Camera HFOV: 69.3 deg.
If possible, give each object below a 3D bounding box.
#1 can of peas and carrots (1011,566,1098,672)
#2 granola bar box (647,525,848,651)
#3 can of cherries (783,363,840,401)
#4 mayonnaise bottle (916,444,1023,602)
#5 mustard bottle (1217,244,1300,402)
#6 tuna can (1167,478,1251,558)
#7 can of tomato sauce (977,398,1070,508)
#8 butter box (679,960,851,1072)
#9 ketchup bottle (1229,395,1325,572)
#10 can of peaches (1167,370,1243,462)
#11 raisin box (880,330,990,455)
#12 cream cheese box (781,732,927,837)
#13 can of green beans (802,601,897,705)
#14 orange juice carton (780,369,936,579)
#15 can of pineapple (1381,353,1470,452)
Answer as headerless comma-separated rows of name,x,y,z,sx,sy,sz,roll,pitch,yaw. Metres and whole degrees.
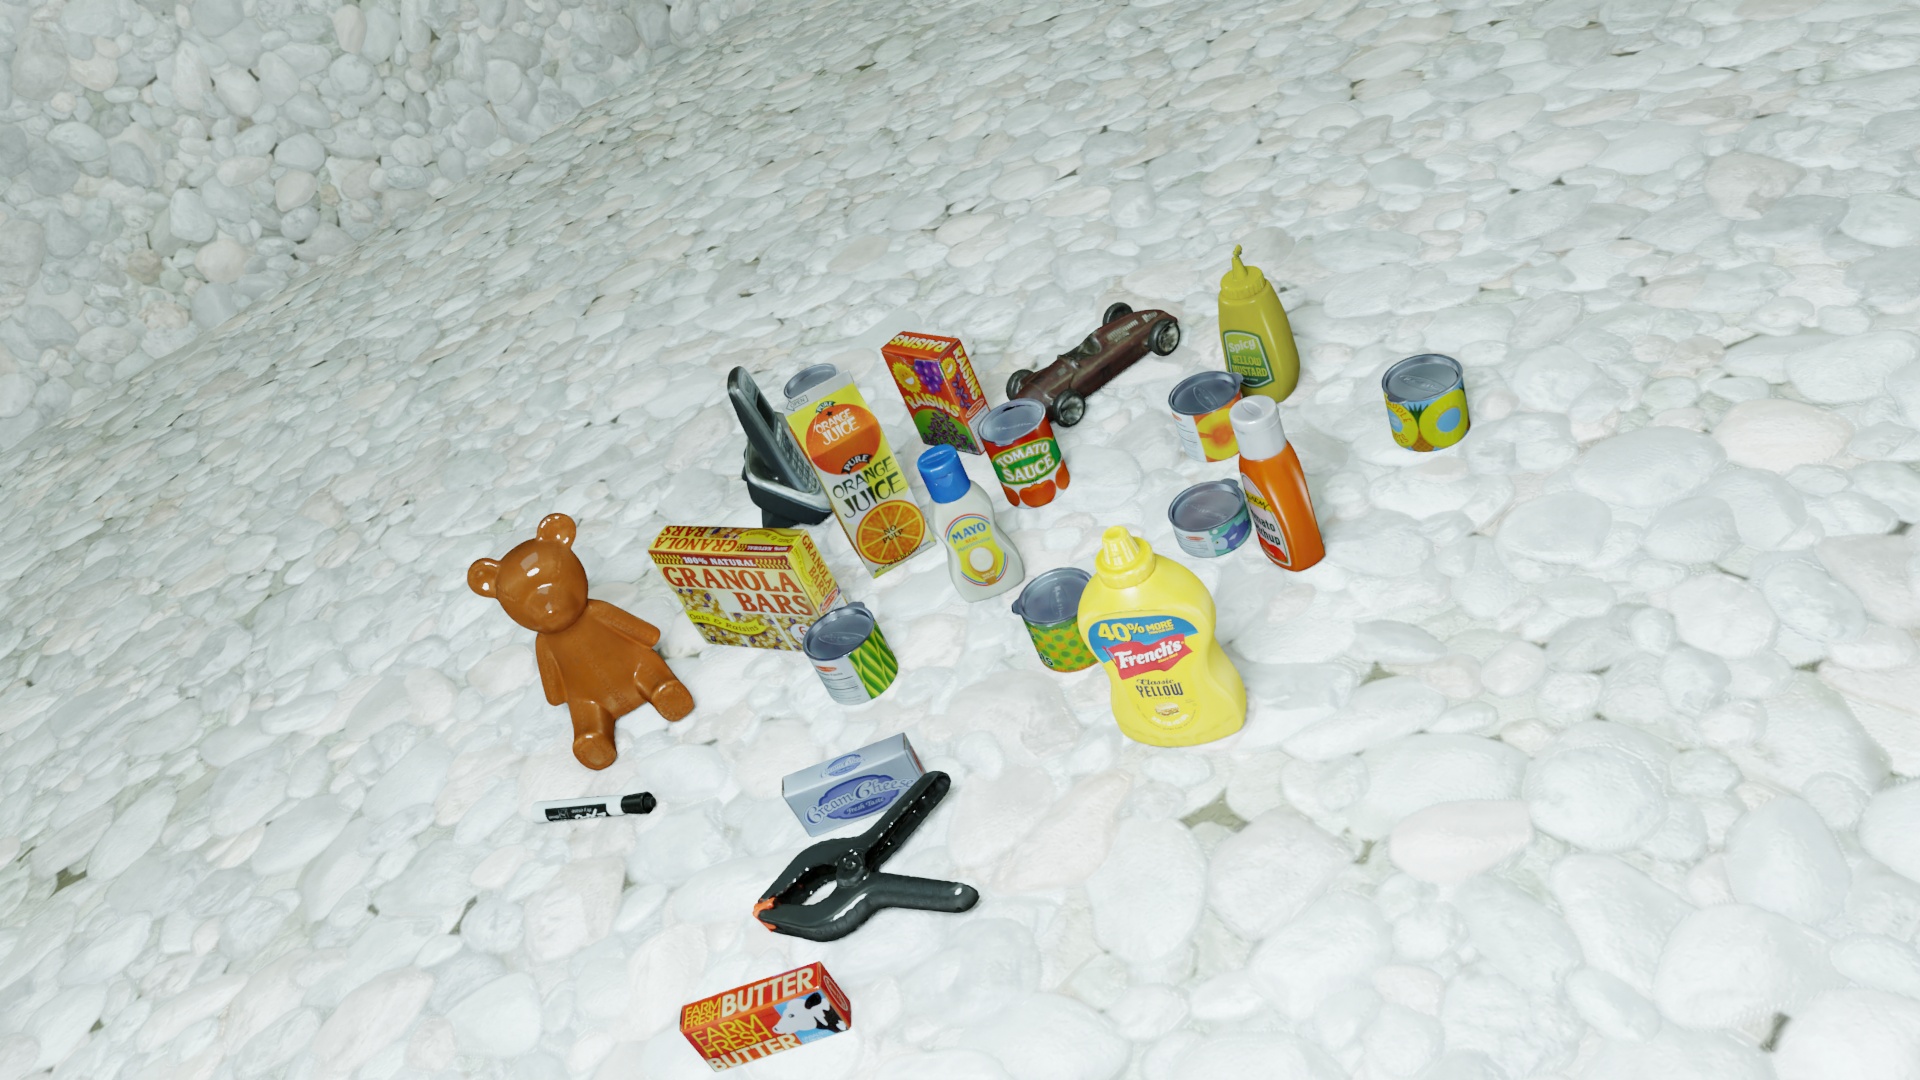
can of peas and carrots,0.084,0.066,1.130,0.071,0.058,0.071,-16,36,12
granola bar box,-0.188,0.045,1.261,0.165,0.123,0.039,1,43,32
can of cherries,-0.155,-0.155,1.555,0.071,0.058,0.072,-16,36,12
mayonnaise bottle,0.004,-0.015,1.204,0.065,0.147,0.041,-23,35,3
mustard bottle,0.268,-0.201,1.278,0.065,0.159,0.049,11,49,40
tuna can,0.215,-0.020,1.186,0.071,0.032,0.071,-16,36,12
can of tomato sauce,0.061,-0.080,1.311,0.071,0.082,0.071,-16,36,12
butter box,-0.131,0.320,0.933,0.103,0.053,0.024,-20,35,7
ketchup bottle,0.248,-0.047,1.101,0.043,0.148,0.065,-30,35,-7
can of peaches,0.232,-0.114,1.276,0.071,0.057,0.071,-16,36,12
raisin box,-0.020,-0.150,1.413,0.086,0.123,0.040,16,52,43
cream cheese box,-0.080,0.189,1.072,0.104,0.053,0.024,-21,35,5
can of green beans,-0.094,0.099,1.193,0.071,0.057,0.071,-16,36,12
orange juice carton,-0.097,-0.066,1.291,0.072,0.191,0.073,-29,35,-6
can of pineapple,0.395,-0.116,1.182,0.071,0.057,0.071,-16,36,12
